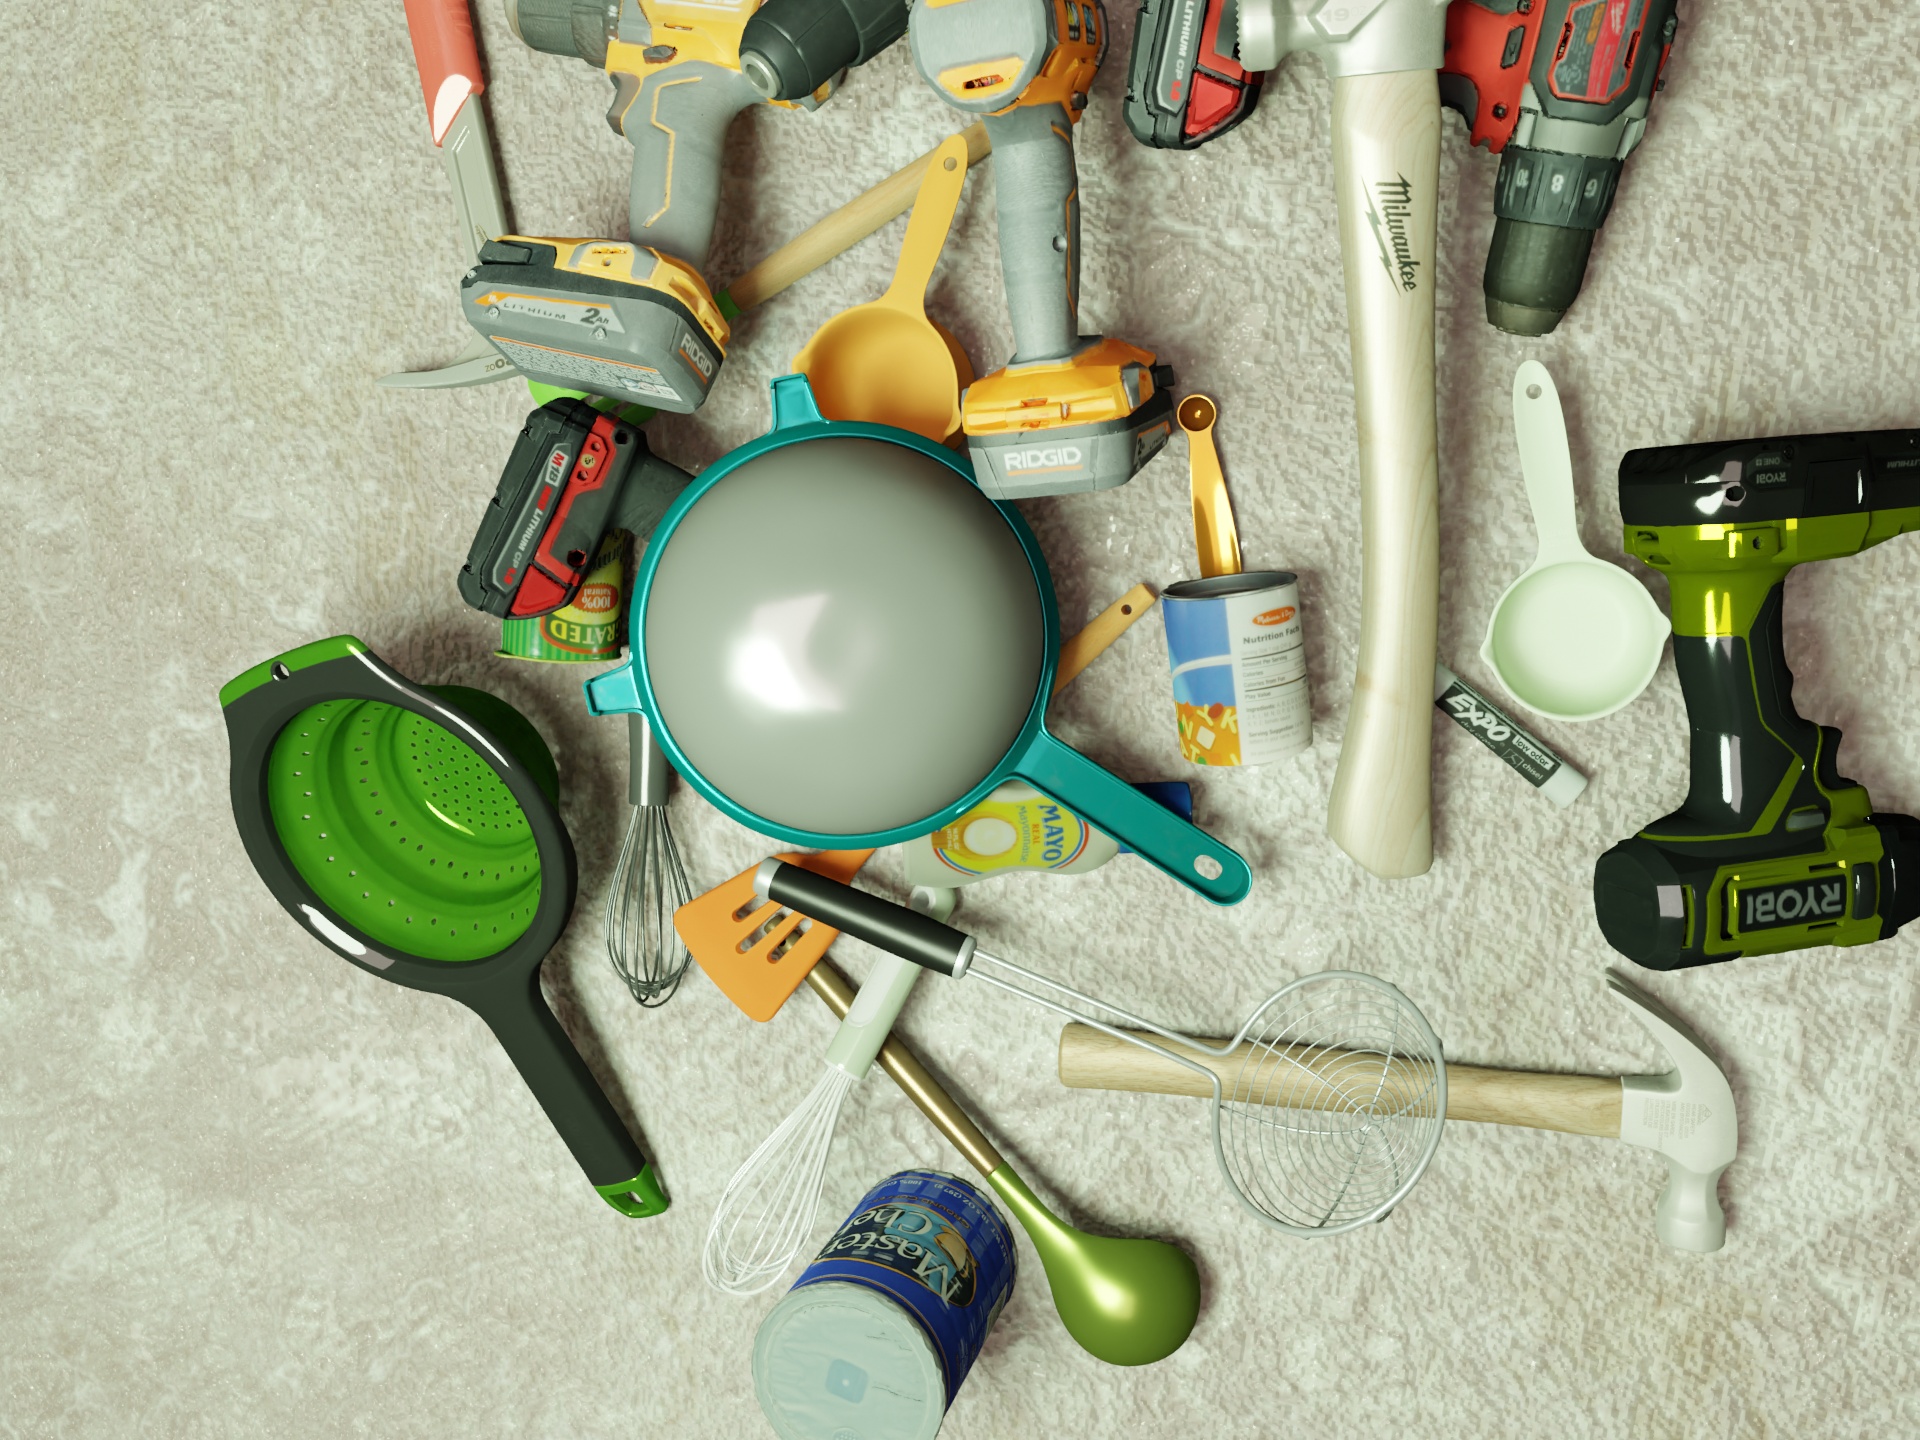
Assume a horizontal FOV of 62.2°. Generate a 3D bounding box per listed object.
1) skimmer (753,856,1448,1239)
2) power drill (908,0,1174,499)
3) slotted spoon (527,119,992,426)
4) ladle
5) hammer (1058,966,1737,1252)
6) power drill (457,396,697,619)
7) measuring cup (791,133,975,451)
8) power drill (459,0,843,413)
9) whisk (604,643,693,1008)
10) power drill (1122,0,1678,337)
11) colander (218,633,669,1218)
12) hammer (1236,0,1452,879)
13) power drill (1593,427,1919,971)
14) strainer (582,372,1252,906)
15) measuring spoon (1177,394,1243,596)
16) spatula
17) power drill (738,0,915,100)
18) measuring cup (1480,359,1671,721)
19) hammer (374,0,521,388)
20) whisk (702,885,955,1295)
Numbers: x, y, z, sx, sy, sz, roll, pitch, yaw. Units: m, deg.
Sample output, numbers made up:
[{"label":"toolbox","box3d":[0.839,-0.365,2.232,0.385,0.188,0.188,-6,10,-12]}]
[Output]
[{"label":"skimmer","box3d":[0.053,0.136,0.785,0.363,0.090,0.127,21,79,14]},{"label":"power drill","box3d":[0.044,-0.231,0.744,0.084,0.164,0.226,-2,110,21]},{"label":"slotted spoon","box3d":[-0.099,-0.237,0.837,0.314,0.031,0.070,-28,130,15]},{"label":"ladle","box3d":[0.006,0.225,0.882,0.320,0.062,0.078,45,109,13]},{"label":"hammer","box3d":[0.212,0.183,0.808,0.331,0.031,0.130,2,100,17]},{"label":"power drill","box3d":[-0.135,-0.065,0.823,0.219,0.078,0.143,24,98,-11]},{"label":"measuring cup","box3d":[-0.022,-0.207,0.811,0.095,0.052,0.173,22,103,13]},{"label":"power drill","box3d":[-0.174,-0.284,0.805,0.185,0.084,0.226,15,79,16]},{"label":"whisk","box3d":[-0.174,0.045,0.904,0.055,0.055,0.239,3,95,17]},{"label":"power drill","box3d":[0.193,-0.282,0.716,0.227,0.080,0.187,13,114,12]},{"label":"colander","box3d":[-0.262,0.116,0.927,0.204,0.094,0.396,-17,111,24]},{"label":"hammer","box3d":[0.206,-0.120,0.714,0.146,0.038,0.410,-1,110,14]},{"label":"power drill","box3d":[0.364,-0.011,0.692,0.171,0.080,0.223,-6,99,-12]},{"label":"strainer","box3d":[-0.001,-0.002,0.745,0.340,0.095,0.211,32,93,-3]},{"label":"measuring spoon","box3d":[0.127,-0.106,0.803,0.021,0.011,0.117,-8,99,13]},{"label":"spatula","box3d":[-0.020,0.037,0.854,0.322,0.041,0.081,-42,86,18]},{"label":"power drill","box3d":[-0.091,-0.406,0.753,0.228,0.080,0.190,39,74,11]},{"label":"measuring cup","box3d":[0.279,-0.084,0.744,0.083,0.038,0.167,-9,94,19]},{"label":"hammer","box3d":[-0.293,-0.369,0.879,0.149,0.037,0.359,-9,96,19]},{"label":"whisk","box3d":[-0.067,0.194,0.853,0.058,0.059,0.246,21,79,43]}]
